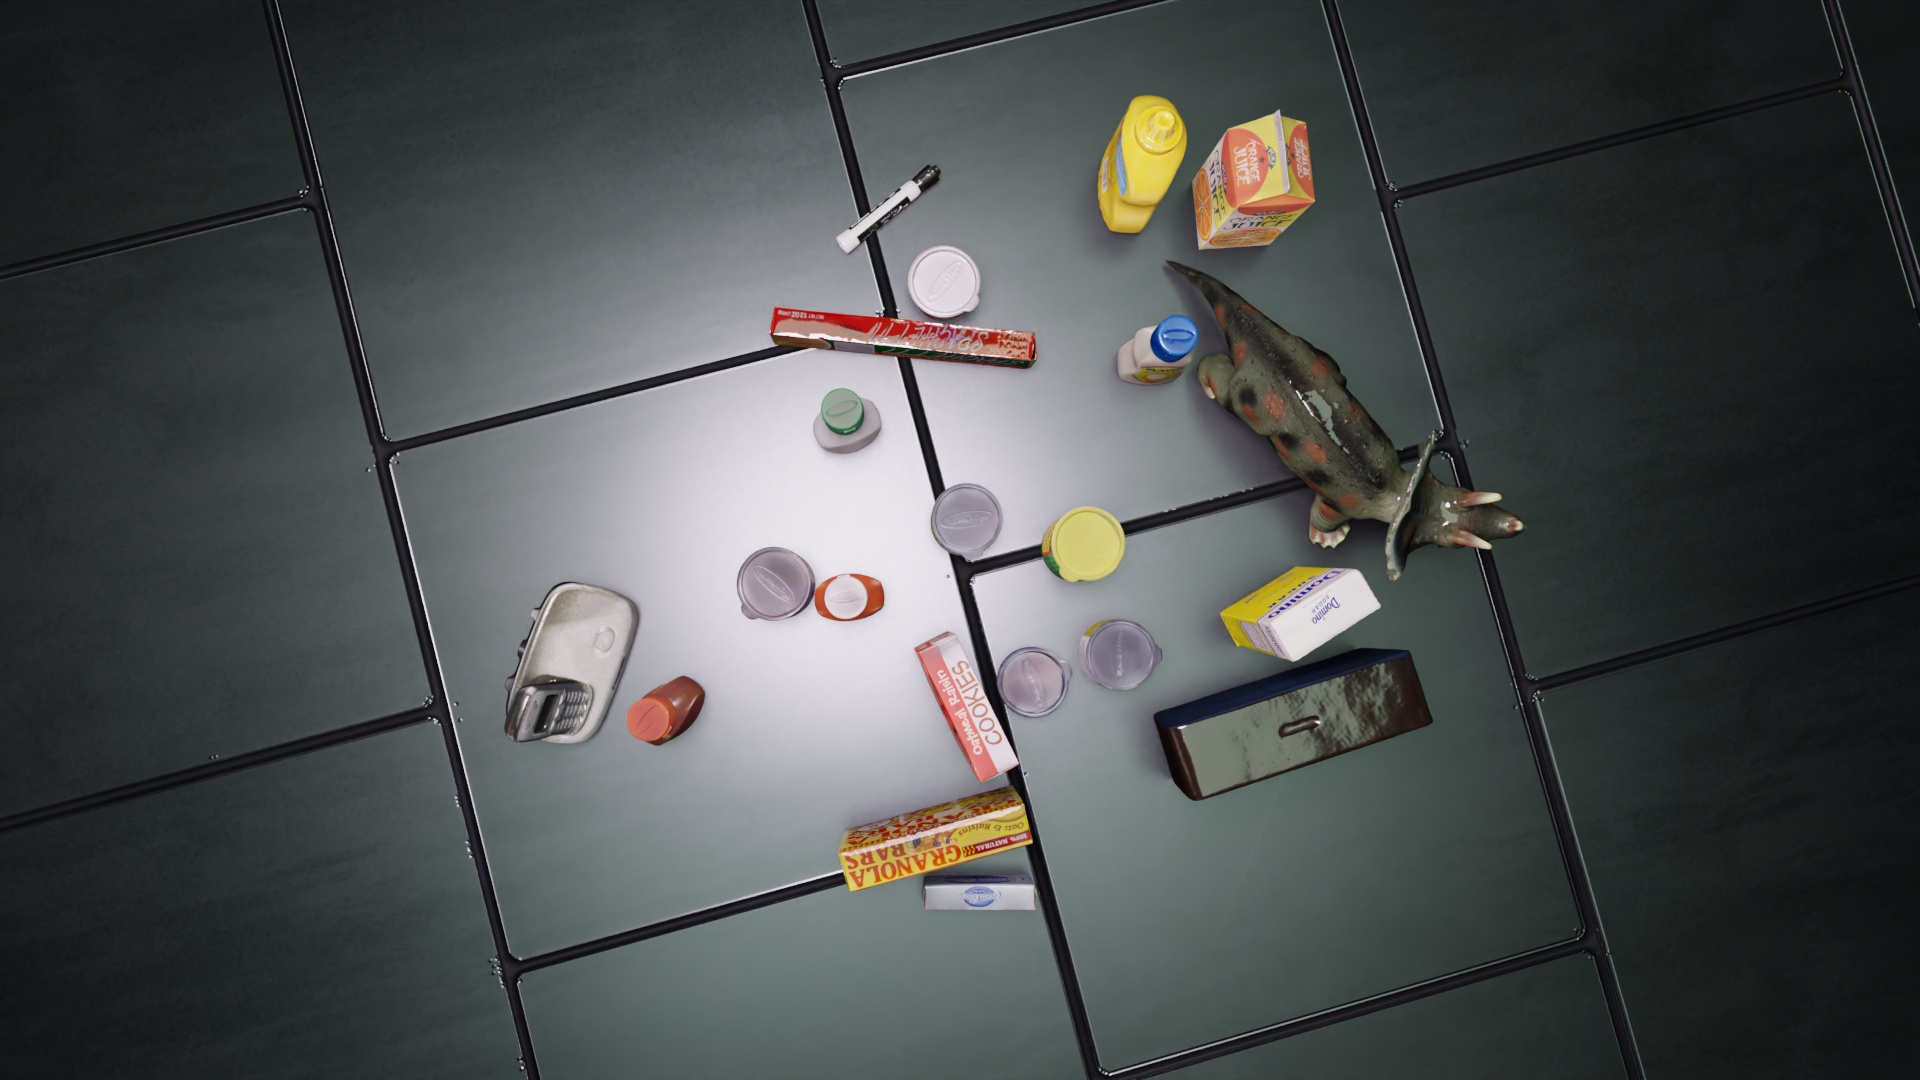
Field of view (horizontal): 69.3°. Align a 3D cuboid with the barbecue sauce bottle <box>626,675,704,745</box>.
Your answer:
[{"bbox_3d":[-0.264,0.154,1.235,0.043,0.148,0.065,37,86,0],"label":"barbecue sauce bottle"}]

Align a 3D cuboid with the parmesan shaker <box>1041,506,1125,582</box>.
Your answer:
[{"bbox_3d":[0.110,0.007,1.285,0.071,0.103,0.071,0,87,-3],"label":"parmesan shaker"}]

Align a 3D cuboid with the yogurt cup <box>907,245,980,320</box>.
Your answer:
[{"bbox_3d":[-0.016,-0.241,1.319,0.072,0.054,0.072,0,87,-3],"label":"yogurt cup"}]

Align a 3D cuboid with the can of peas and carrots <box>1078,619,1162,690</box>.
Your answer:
[{"bbox_3d":[0.149,0.106,1.303,0.071,0.058,0.071,0,87,-3],"label":"can of peas and carrots"}]

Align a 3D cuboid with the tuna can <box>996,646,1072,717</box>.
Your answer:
[{"bbox_3d":[0.070,0.132,1.311,0.071,0.033,0.071,0,87,-3],"label":"tuna can"}]

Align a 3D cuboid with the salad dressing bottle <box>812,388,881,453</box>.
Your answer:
[{"bbox_3d":[-0.104,-0.109,1.260,0.064,0.147,0.044,-20,88,-4],"label":"salad dressing bottle"}]

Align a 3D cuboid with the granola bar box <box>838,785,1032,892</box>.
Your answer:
[{"bbox_3d":[-0.023,0.268,1.252,0.166,0.124,0.039,-14,88,-3],"label":"granola bar box"}]

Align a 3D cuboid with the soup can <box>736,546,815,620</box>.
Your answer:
[{"bbox_3d":[-0.170,0.042,1.279,0.071,0.083,0.071,0,87,-3],"label":"soup can"}]

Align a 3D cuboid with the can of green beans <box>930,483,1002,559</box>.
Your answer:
[{"bbox_3d":[0.005,-0.019,1.304,0.071,0.058,0.071,0,87,-3],"label":"can of green beans"}]

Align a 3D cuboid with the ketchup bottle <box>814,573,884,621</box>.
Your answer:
[{"bbox_3d":[-0.101,0.051,1.249,0.065,0.148,0.043,-7,87,-3],"label":"ketchup bottle"}]

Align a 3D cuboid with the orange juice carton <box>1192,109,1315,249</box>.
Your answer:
[{"bbox_3d":[0.270,-0.326,1.269,0.073,0.192,0.072,-5,87,-3],"label":"orange juice carton"}]

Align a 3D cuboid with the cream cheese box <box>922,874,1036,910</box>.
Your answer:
[{"bbox_3d":[0.016,0.326,1.286,0.104,0.053,0.024,1,87,-3],"label":"cream cheese box"}]

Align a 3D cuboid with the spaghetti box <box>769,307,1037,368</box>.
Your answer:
[{"bbox_3d":[-0.053,-0.191,1.316,0.250,0.050,0.028,5,87,-3],"label":"spaghetti box"}]

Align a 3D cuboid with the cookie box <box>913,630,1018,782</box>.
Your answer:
[{"bbox_3d":[0.002,0.145,1.239,0.040,0.167,0.123,-27,88,-4],"label":"cookie box"}]

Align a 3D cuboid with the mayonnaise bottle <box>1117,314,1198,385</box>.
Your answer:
[{"bbox_3d":[0.185,-0.174,1.278,0.065,0.148,0.041,0,87,-3],"label":"mayonnaise bottle"}]
